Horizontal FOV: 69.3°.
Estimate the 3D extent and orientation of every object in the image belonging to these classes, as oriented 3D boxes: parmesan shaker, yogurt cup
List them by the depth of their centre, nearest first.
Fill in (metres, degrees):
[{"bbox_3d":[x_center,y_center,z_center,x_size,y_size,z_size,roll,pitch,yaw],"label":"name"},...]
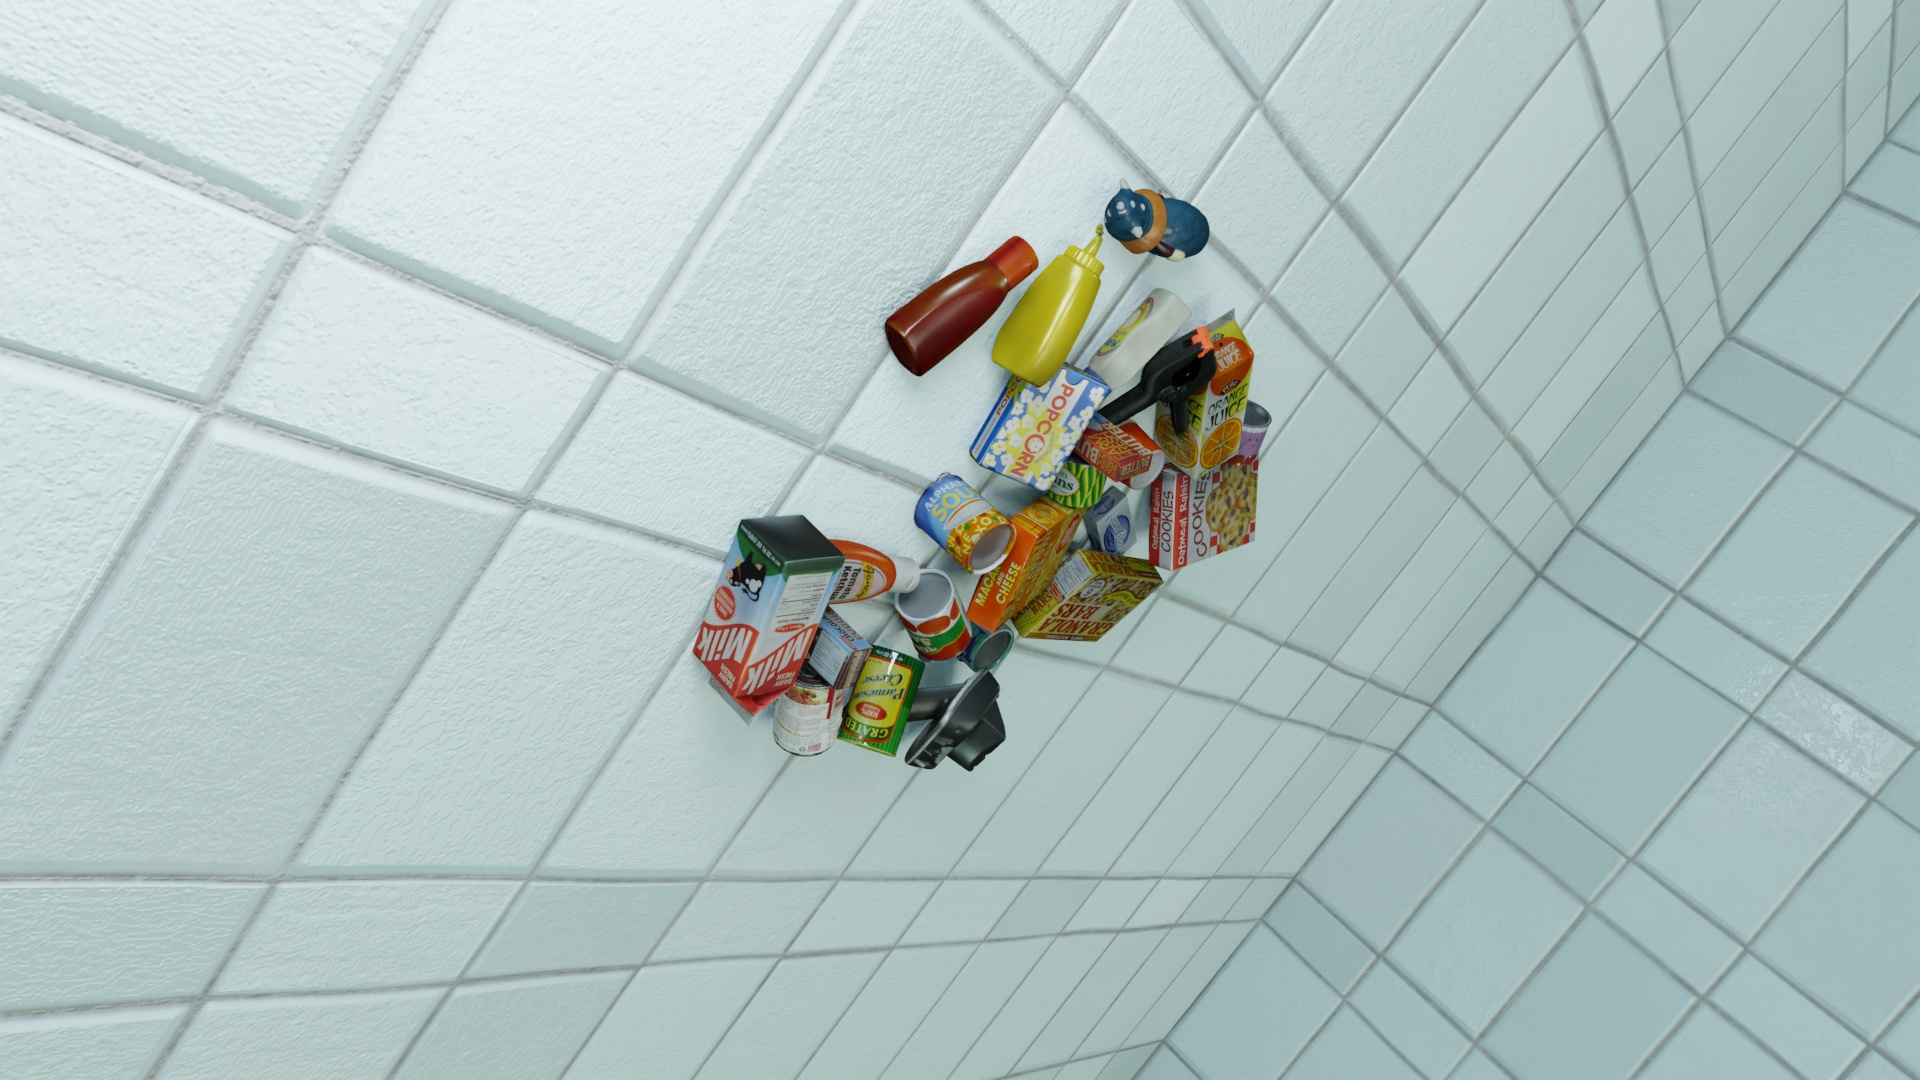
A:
[{"bbox_3d":[-0.085,0.166,1.448,0.071,0.071,0.103,37,68,-58],"label":"parmesan shaker"},{"bbox_3d":[0.191,-0.093,1.546,0.073,0.054,0.072,-31,145,-25],"label":"yogurt cup"}]

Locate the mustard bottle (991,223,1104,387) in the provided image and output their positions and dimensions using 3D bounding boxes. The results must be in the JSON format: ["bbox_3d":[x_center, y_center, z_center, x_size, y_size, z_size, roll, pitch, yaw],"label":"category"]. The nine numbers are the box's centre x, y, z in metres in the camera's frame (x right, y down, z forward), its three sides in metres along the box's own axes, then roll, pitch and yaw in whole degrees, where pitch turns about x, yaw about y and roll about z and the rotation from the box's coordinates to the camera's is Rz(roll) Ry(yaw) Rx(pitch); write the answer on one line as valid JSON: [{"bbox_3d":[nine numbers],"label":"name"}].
[{"bbox_3d":[0.093,-0.221,1.288,0.049,0.065,0.160,25,100,-52],"label":"mustard bottle"}]

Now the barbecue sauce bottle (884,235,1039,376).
[{"bbox_3d":[0.004,-0.209,1.212,0.149,0.044,0.064,-40,147,-14],"label":"barbecue sauce bottle"}]

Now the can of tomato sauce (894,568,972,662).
[{"bbox_3d":[-0.030,0.079,1.452,0.071,0.071,0.082,-40,146,-13],"label":"can of tomato sauce"}]

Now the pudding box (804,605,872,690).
[{"bbox_3d":[-0.128,0.099,1.341,0.030,0.084,0.049,-8,129,-50],"label":"pudding box"}]

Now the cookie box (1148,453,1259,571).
[{"bbox_3d":[0.299,-0.042,1.705,0.168,0.040,0.122,-17,114,-40],"label":"cookie box"}]

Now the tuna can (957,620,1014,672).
[{"bbox_3d":[0.026,0.120,1.592,0.071,0.033,0.070,-31,143,-26],"label":"tuna can"}]

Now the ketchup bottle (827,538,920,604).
[{"bbox_3d":[-0.100,0.031,1.340,0.149,0.043,0.064,3,121,-52],"label":"ketchup bottle"}]

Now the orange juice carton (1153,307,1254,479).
[{"bbox_3d":[0.270,-0.168,1.544,0.072,0.073,0.191,-31,143,-25],"label":"orange juice carton"}]

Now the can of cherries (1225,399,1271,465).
[{"bbox_3d":[0.329,-0.131,1.663,0.072,0.071,0.058,-19,138,-38],"label":"can of cherries"}]

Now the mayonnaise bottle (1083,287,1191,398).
[{"bbox_3d":[0.167,-0.191,1.412,0.148,0.065,0.041,-46,110,2],"label":"mayonnaise bottle"}]

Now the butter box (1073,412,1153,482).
[{"bbox_3d":[0.145,-0.101,1.437,0.053,0.104,0.024,-18,136,-37],"label":"butter box"}]

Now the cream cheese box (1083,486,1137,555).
[{"bbox_3d":[0.177,-0.015,1.639,0.053,0.024,0.103,-42,148,-13],"label":"cream cheese box"}]

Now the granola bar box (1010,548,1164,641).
[{"bbox_3d":[0.151,0.068,1.654,0.123,0.039,0.166,-45,151,25],"label":"granola bar box"}]

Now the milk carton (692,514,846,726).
[{"bbox_3d":[-0.182,0.075,1.263,0.073,0.072,0.189,-5,127,-47],"label":"milk carton"}]

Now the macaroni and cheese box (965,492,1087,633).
[{"bbox_3d":[0.074,0.015,1.484,0.167,0.040,0.123,-33,150,-60],"label":"macaroni and cheese box"}]

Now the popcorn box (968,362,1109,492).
[{"bbox_3d":[0.076,-0.118,1.368,0.085,0.038,0.126,22,109,-27],"label":"popcorn box"}]

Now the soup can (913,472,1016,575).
[{"bbox_3d":[0.005,-0.017,1.376,0.071,0.084,0.071,-30,143,-26],"label":"soup can"}]

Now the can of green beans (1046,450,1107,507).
[{"bbox_3d":[0.124,-0.076,1.473,0.071,0.071,0.057,-21,139,-37],"label":"can of green beans"}]
